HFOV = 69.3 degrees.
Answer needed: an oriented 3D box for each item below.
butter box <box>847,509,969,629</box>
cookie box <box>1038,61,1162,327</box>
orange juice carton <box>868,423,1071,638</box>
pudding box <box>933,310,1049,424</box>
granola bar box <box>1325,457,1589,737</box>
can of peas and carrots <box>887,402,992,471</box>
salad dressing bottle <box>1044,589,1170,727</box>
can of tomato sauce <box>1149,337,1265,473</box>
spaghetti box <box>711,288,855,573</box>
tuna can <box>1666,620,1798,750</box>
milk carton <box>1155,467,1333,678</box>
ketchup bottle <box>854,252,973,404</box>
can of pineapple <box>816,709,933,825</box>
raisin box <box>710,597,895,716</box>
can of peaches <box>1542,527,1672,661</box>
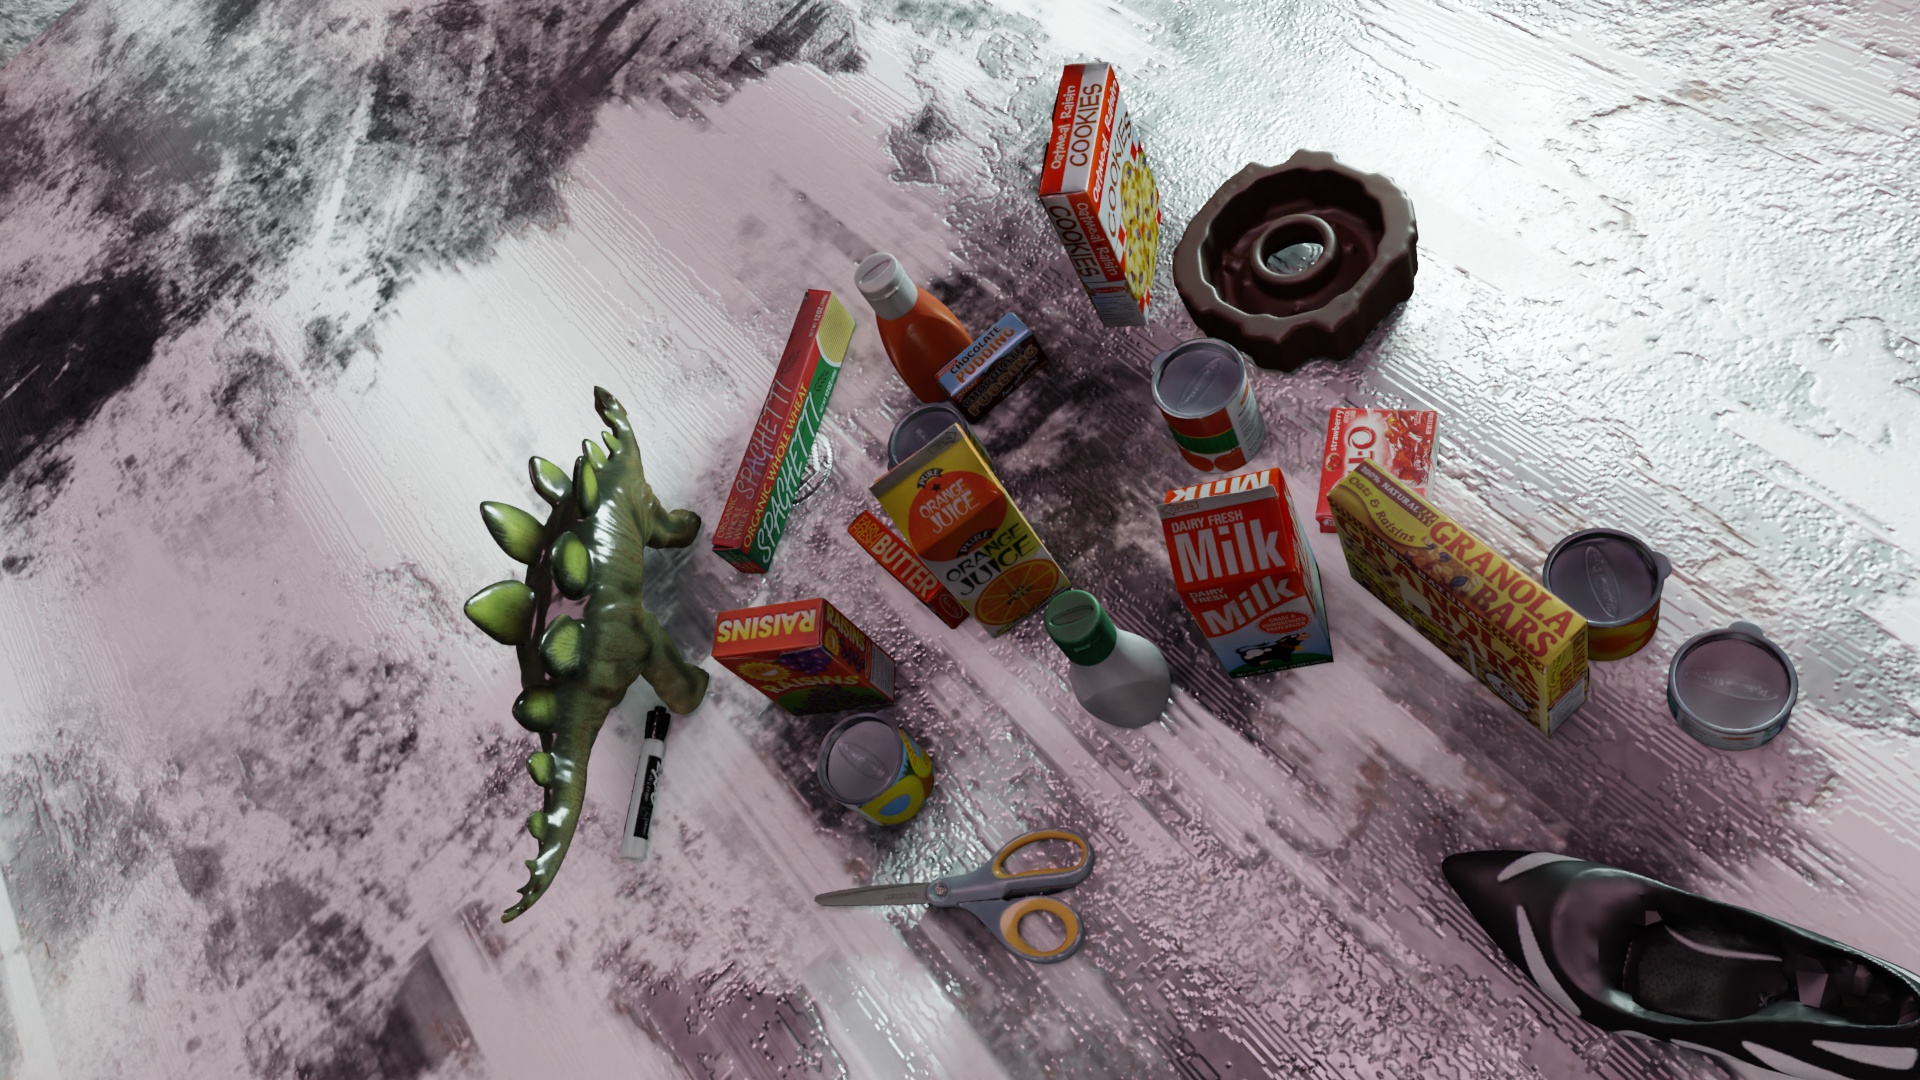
[{"bbox_3d":[-0.039,0.022,1.049,0.024,0.053,0.104,-46,55,-5],"label":"butter box"},{"bbox_3d":[0.111,-0.262,1.068,0.040,0.167,0.123,-1,64,24],"label":"cookie box"},{"bbox_3d":[0.003,-0.012,0.964,0.072,0.192,0.073,-35,55,3],"label":"orange juice carton"},{"bbox_3d":[0.025,-0.138,1.110,0.084,0.049,0.030,-40,55,-1],"label":"pudding box"},{"bbox_3d":[0.305,0.034,0.849,0.039,0.124,0.166,-43,55,-2],"label":"granola bar box"},{"bbox_3d":[-0.017,-0.063,1.082,0.071,0.058,0.071,-10,60,19],"label":"can of peas and carrots"},{"bbox_3d":[0.095,0.078,0.903,0.064,0.147,0.044,-20,58,13],"label":"salad dressing bottle"},{"bbox_3d":[0.178,-0.096,1.000,0.071,0.083,0.071,-10,60,19],"label":"can of tomato sauce"},{"bbox_3d":[-0.145,-0.093,1.159,0.028,0.050,0.251,5,66,26],"label":"spaghetti box"},{"bbox_3d":[0.451,0.085,0.813,0.071,0.032,0.071,-10,60,19],"label":"tuna can"},{"bbox_3d":[0.180,0.016,0.873,0.072,0.190,0.074,-11,60,18],"label":"milk carton"},{"bbox_3d":[-0.036,-0.167,1.092,0.065,0.148,0.044,-37,55,2],"label":"ketchup bottle"},{"bbox_3d":[-0.058,0.161,0.979,0.071,0.057,0.071,-10,60,19],"label":"can of pineapple"},{"bbox_3d":[-0.111,0.086,1.002,0.086,0.123,0.040,-8,61,20],"label":"raisin box"},{"bbox_3d":[0.395,0.033,0.850,0.071,0.058,0.071,-10,60,19],"label":"can of peaches"}]
